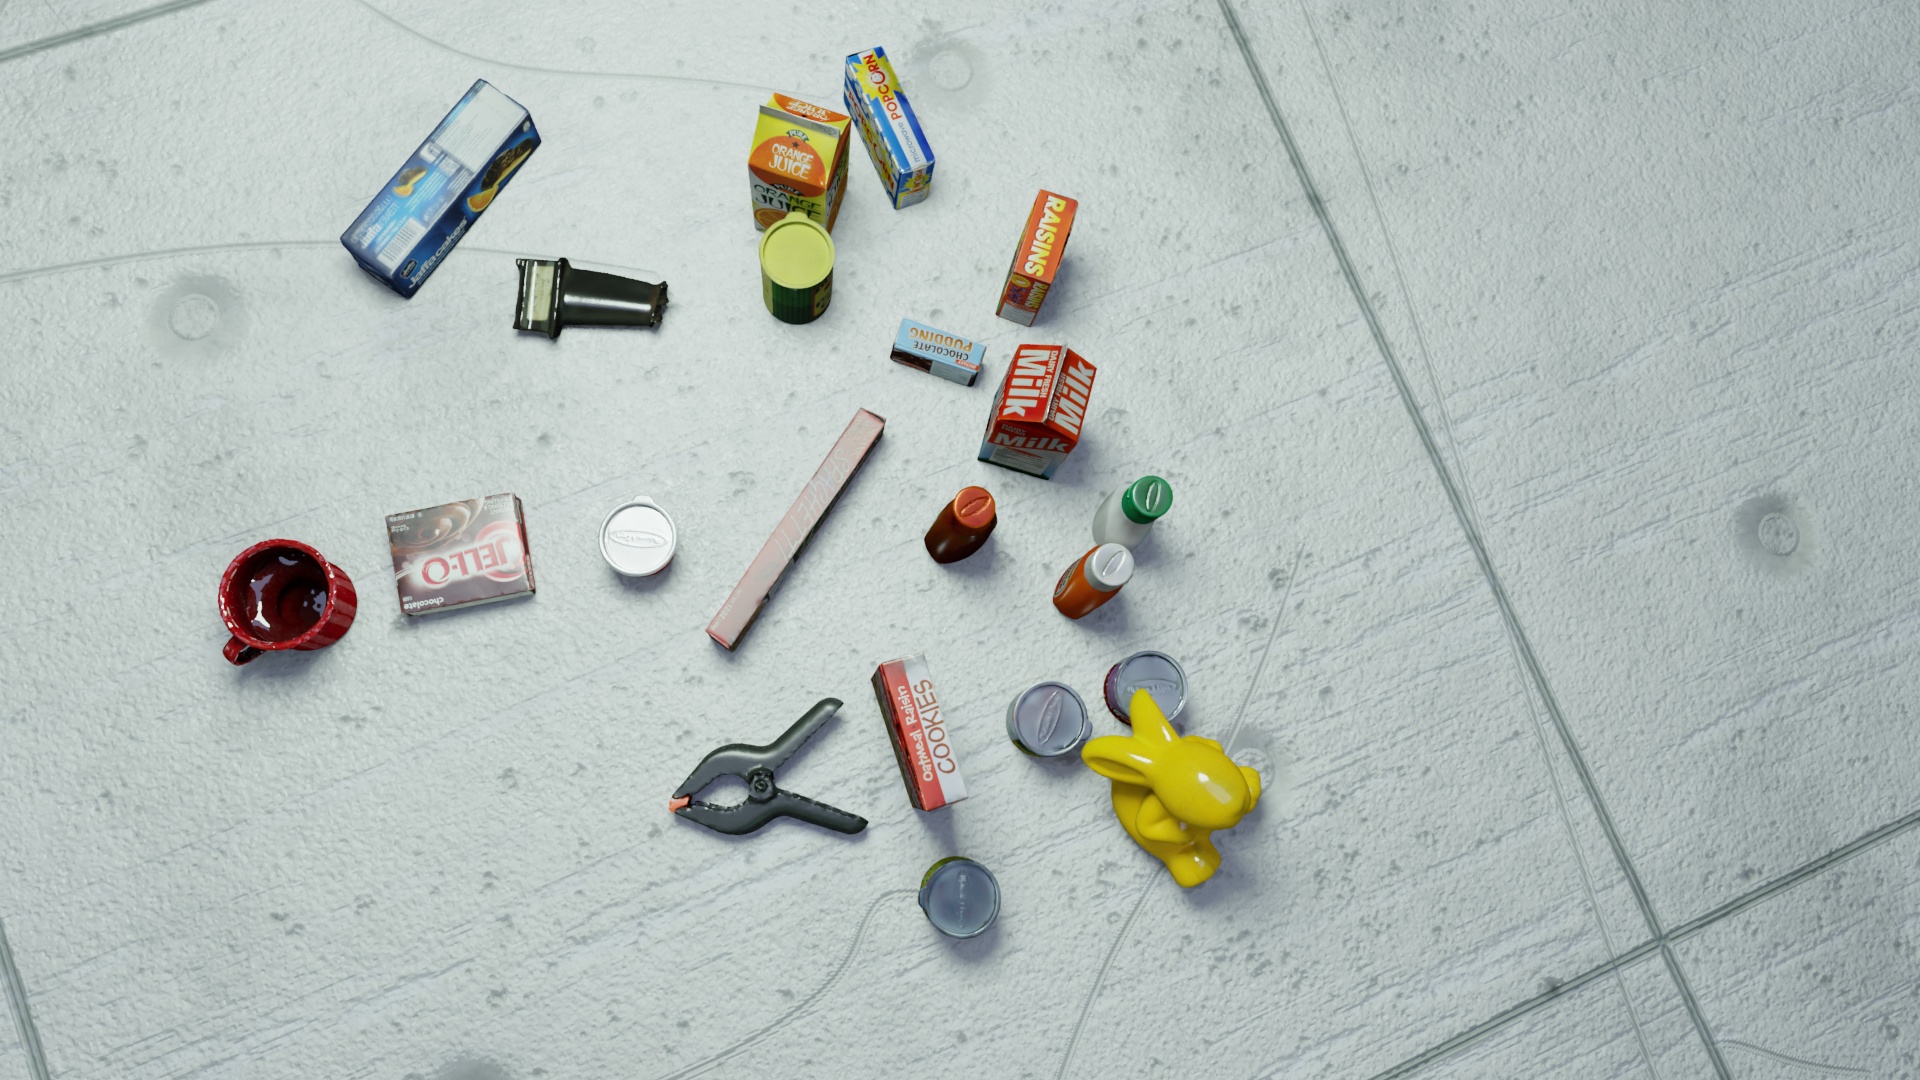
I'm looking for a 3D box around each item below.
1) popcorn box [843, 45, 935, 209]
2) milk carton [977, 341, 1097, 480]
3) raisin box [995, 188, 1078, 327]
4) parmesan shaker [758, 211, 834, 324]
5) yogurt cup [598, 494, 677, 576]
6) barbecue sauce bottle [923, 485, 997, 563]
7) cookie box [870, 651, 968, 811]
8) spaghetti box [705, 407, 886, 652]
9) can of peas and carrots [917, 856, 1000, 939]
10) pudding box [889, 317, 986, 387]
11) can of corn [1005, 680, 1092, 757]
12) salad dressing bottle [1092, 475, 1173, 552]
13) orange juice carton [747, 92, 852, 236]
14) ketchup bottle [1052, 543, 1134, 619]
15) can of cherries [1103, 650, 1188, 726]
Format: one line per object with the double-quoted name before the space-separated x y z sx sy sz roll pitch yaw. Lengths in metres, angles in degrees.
"popcorn box" -0.068 -0.388 1.310 0.038 0.085 0.127 -24 83 -9
"milk carton" 0.068 -0.115 1.222 0.073 0.190 0.072 16 79 -3
"raisin box" 0.070 -0.258 1.283 0.040 0.123 0.086 19 79 -3
"parmesan shaker" -0.148 -0.246 1.267 0.071 0.103 0.071 1 80 -6
"yogurt cup" -0.283 0.002 1.232 0.072 0.054 0.072 1 80 -6
"barbecue sauce bottle" 0.004 -0.015 1.219 0.065 0.148 0.043 -30 85 -10
"cookie box" -0.038 0.163 1.172 0.040 0.167 0.123 -17 83 -9
"spaghetti box" -0.146 -0.011 1.252 0.029 0.050 0.250 33 78 0
"can of peas and carrots" -0.004 0.309 1.205 0.071 0.058 0.071 1 80 -6
"pudding box" -0.021 -0.175 1.295 0.084 0.049 0.030 18 79 -3
"can of corn" 0.078 0.161 1.241 0.071 0.058 0.071 1 80 -6
"salad dressing bottle" 0.153 -0.025 1.237 0.044 0.147 0.064 16 79 -3
"orange juice carton" -0.143 -0.333 1.238 0.072 0.192 0.073 18 79 -3
"ketchup bottle" 0.120 0.032 1.223 0.043 0.148 0.065 37 79 1
"can of cherries" 0.165 0.137 1.255 0.071 0.058 0.071 1 80 -6
